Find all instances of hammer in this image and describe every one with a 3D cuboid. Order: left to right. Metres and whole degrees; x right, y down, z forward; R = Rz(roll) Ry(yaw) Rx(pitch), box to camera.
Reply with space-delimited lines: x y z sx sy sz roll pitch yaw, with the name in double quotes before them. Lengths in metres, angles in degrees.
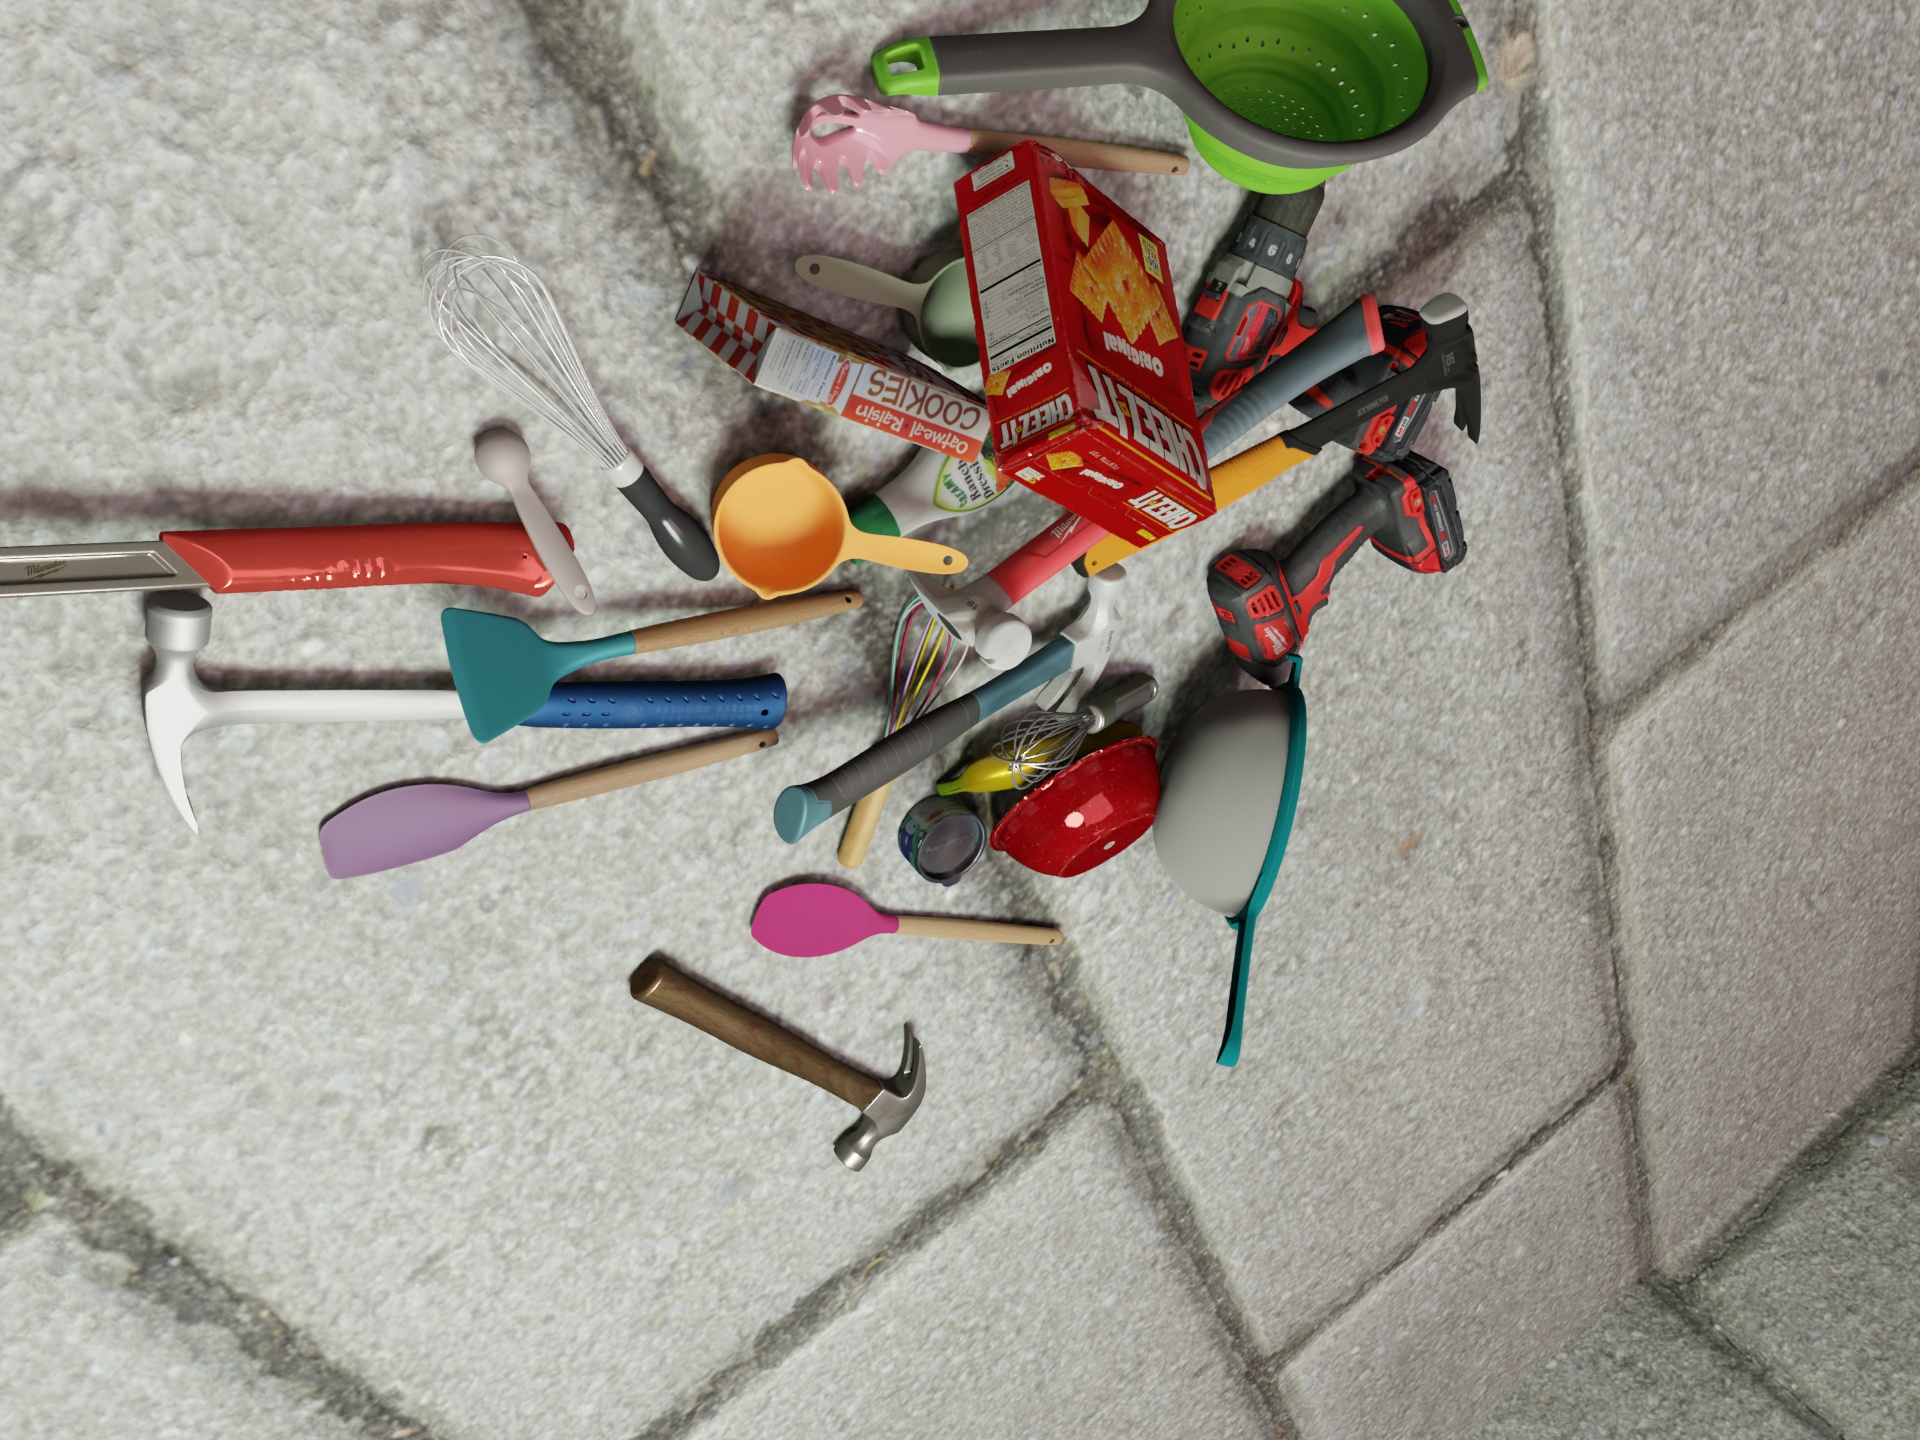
"hammer" -0.390 -0.099 0.884 0.359 0.037 0.149 -8 95 -37
"hammer" -0.300 -0.005 1.021 0.405 0.035 0.144 -1 117 -34
"hammer" -0.142 0.269 1.302 0.130 0.031 0.331 -49 133 1
"hammer" -0.002 -0.004 1.178 0.331 0.033 0.128 -31 145 -32
"hammer" 0.137 -0.187 1.128 0.386 0.143 0.038 -37 133 -8
"hammer" 0.235 -0.192 1.196 0.337 0.034 0.127 -27 135 2

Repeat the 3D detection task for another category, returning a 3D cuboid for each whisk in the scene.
"whisk" -0.222 -0.175 0.959 0.070 0.070 0.284 -42 137 -6
"whisk" -0.049 0.008 1.200 0.051 0.047 0.245 3 118 -37
"whisk" 0.097 0.000 1.235 0.246 0.059 0.057 -26 122 -56

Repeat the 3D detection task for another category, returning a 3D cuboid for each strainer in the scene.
"strainer" 0.199 0.113 1.287 0.095 0.341 0.210 14 146 0

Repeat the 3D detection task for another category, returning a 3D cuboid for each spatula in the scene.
"spatula" -0.271 0.046 1.085 0.316 0.018 0.059 -14 123 -26
"spatula" -0.187 -0.055 1.038 0.317 0.044 0.082 -16 91 -38

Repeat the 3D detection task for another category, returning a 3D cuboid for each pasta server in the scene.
"pasta server" 0.029 -0.366 1.025 0.316 0.040 0.060 -7 148 -33

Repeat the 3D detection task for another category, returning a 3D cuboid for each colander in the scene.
"colander" 0.135 -0.407 1.034 0.397 0.205 0.094 -9 158 -12

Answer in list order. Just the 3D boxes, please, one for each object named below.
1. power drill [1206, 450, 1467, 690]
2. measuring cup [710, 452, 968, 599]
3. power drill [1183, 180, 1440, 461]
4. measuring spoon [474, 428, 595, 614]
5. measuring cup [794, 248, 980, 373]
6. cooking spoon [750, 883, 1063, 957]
"power drill" 0.316 -0.125 1.348 0.219 0.079 0.143 -36 132 -7
"measuring cup" -0.082 -0.125 1.059 0.173 0.052 0.095 9 108 -20
"power drill" 0.277 -0.306 1.210 0.226 0.080 0.188 12 110 -35
"measuring spoon" -0.250 -0.120 0.957 0.034 0.018 0.124 -36 105 -37
"measuring cup" -0.040 -0.279 1.032 0.167 0.038 0.083 6 113 -35
"cooking spoon" -0.035 0.172 1.325 0.318 0.017 0.068 10 111 -38
